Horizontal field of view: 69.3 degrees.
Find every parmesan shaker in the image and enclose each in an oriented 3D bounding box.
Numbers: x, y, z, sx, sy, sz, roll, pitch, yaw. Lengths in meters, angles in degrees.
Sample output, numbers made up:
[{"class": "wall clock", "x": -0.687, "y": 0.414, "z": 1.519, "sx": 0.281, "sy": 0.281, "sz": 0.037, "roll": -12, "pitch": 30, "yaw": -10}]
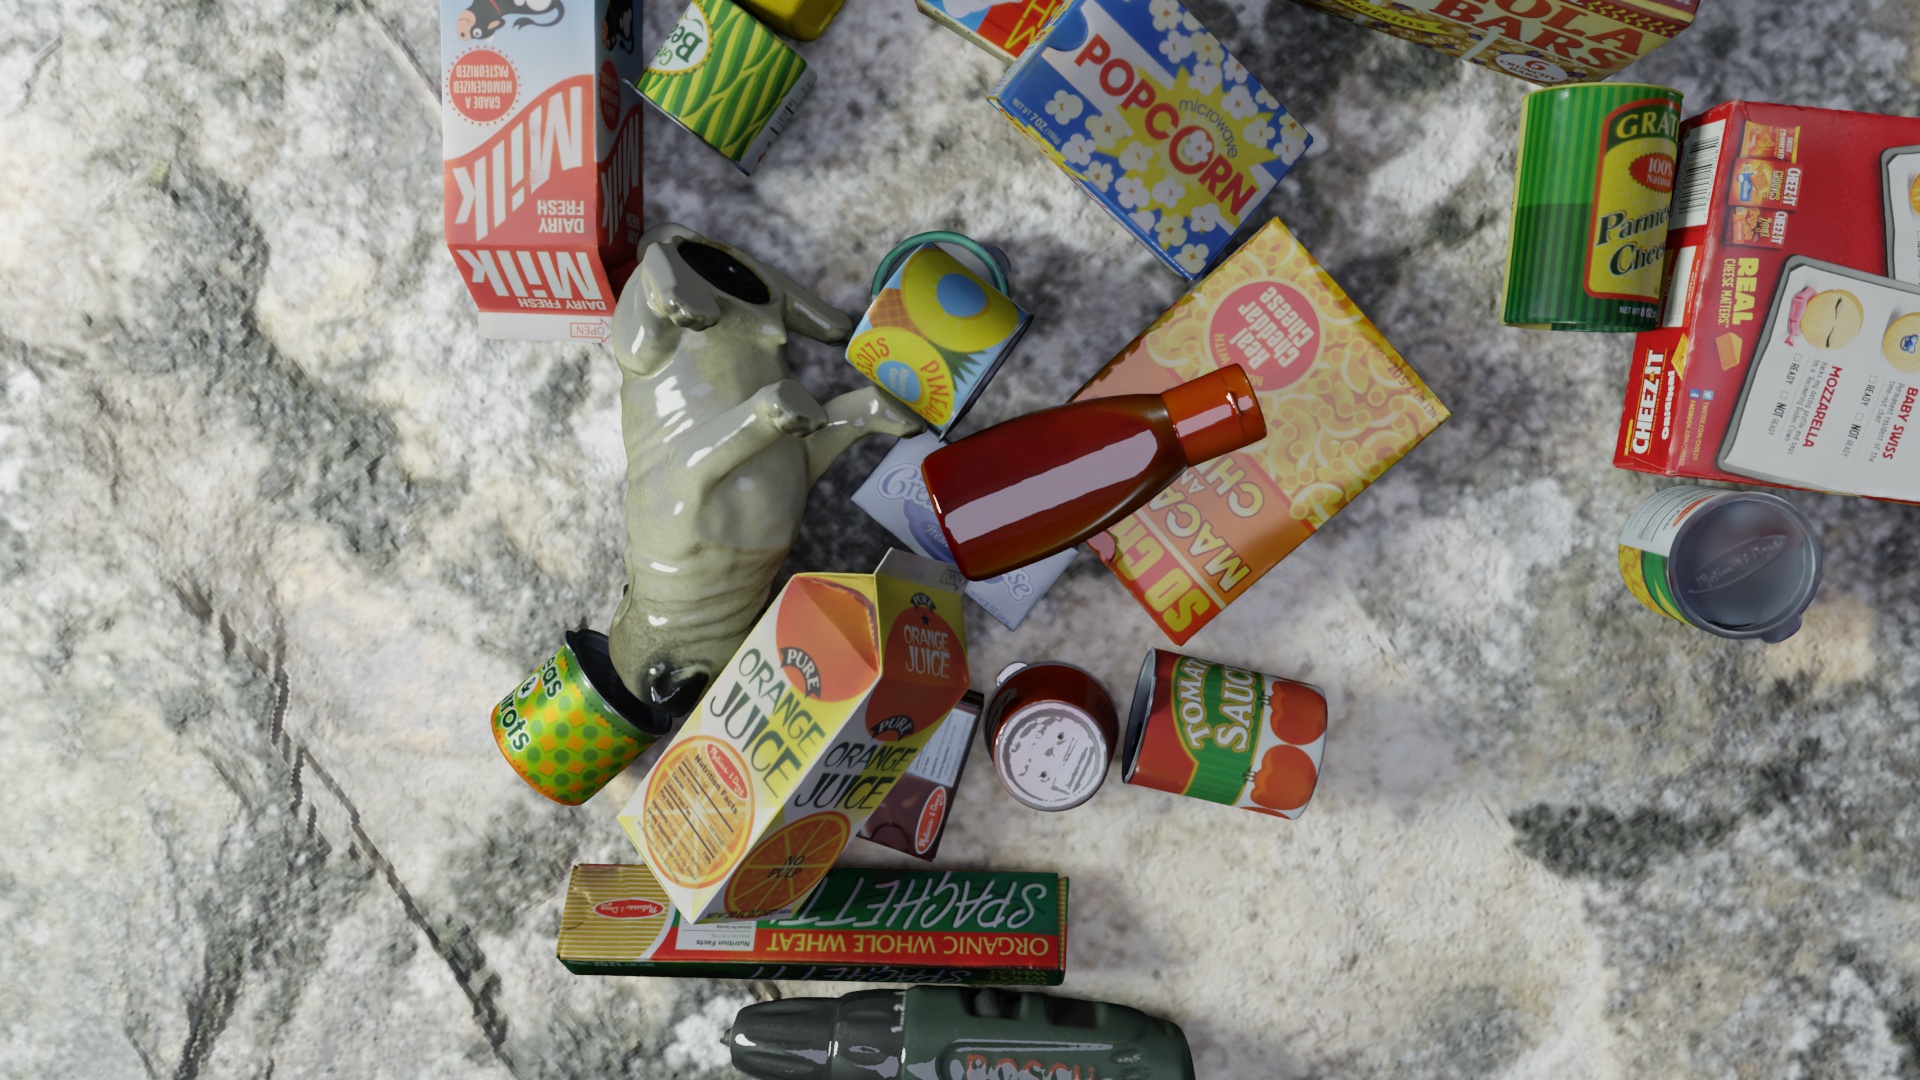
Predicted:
[{"class": "parmesan shaker", "x": 0.285, "y": -0.147, "z": 0.627, "sx": 0.071, "sy": 0.071, "sz": 0.103, "roll": 4, "pitch": 97, "yaw": 3}]

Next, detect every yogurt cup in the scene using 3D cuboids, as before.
[{"class": "yogurt cup", "x": 0.044, "y": 0.097, "z": 0.672, "sx": 0.072, "sy": 0.054, "sz": 0.072, "roll": 0, "pitch": 97, "yaw": 3}]

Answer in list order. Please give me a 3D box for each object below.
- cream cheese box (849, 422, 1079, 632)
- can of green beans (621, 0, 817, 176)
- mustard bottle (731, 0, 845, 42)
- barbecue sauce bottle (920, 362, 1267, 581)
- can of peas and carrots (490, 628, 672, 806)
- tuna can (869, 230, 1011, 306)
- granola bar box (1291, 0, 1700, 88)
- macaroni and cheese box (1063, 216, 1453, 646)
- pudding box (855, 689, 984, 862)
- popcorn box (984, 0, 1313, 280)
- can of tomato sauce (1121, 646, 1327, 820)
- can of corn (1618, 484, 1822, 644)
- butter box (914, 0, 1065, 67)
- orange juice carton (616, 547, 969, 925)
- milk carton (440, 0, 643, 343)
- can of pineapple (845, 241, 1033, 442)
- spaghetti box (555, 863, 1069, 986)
[{"class": "cream cheese box", "x": 0.002, "y": -0.009, "z": 0.679, "sx": 0.104, "sy": 0.024, "sz": 0.053, "roll": 39, "pitch": 96, "yaw": -1}, {"class": "can of green beans", "x": -0.109, "y": -0.212, "z": 0.644, "sx": 0.071, "sy": 0.071, "sz": 0.057, "roll": 37, "pitch": 97, "yaw": -1}, {"class": "mustard bottle", "x": -0.125, "y": -0.294, "z": 0.642, "sx": 0.160, "sy": 0.065, "sz": 0.048, "roll": 37, "pitch": 96, "yaw": 5}, {"class": "barbecue sauce bottle", "x": 0.061, "y": -0.035, "z": 0.621, "sx": 0.148, "sy": 0.043, "sz": 0.065, "roll": -22, "pitch": 86, "yaw": 7}, {"class": "can of peas and carrots", "x": -0.186, "y": 0.085, "z": 0.678, "sx": 0.058, "sy": 0.071, "sz": 0.071, "roll": -41, "pitch": 92, "yaw": 7}, {"class": "tuna can", "x": -0.007, "y": -0.116, "z": 0.664, "sx": 0.071, "sy": 0.033, "sz": 0.071, "roll": 0, "pitch": 96, "yaw": 4}, {"class": "granola bar box", "x": 0.212, "y": -0.245, "z": 0.591, "sx": 0.166, "sy": 0.124, "sz": 0.039, "roll": 20, "pitch": 96, "yaw": 2}, {"class": "macaroni and cheese box", "x": 0.124, "y": -0.050, "z": 0.658, "sx": 0.166, "sy": 0.040, "sz": 0.123, "roll": -42, "pitch": 91, "yaw": 7}, {"class": "pudding box", "x": -0.023, "y": 0.110, "z": 0.689, "sx": 0.050, "sy": 0.030, "sz": 0.083, "roll": 18, "pitch": 97, "yaw": 1}, {"class": "popcorn box", "x": 0.086, "y": -0.191, "z": 0.630, "sx": 0.126, "sy": 0.038, "sz": 0.085, "roll": 38, "pitch": 98, "yaw": -20}, {"class": "can of tomato sauce", "x": 0.124, "y": 0.091, "z": 0.658, "sx": 0.083, "sy": 0.071, "sz": 0.071, "roll": 13, "pitch": 97, "yaw": 2}, {"class": "can of corn", "x": 0.349, "y": 0.010, "z": 0.641, "sx": 0.071, "sy": 0.058, "sz": 0.071, "roll": 0, "pitch": 96, "yaw": 4}, {"class": "butter box", "x": 0.035, "y": -0.248, "z": 0.653, "sx": 0.103, "sy": 0.024, "sz": 0.053, "roll": 32, "pitch": 98, "yaw": 0}, {"class": "orange juice carton", "x": -0.067, "y": 0.083, "z": 0.645, "sx": 0.073, "sy": 0.072, "sz": 0.192, "roll": 44, "pitch": 104, "yaw": 32}, {"class": "milk carton", "x": -0.193, "y": -0.189, "z": 0.649, "sx": 0.072, "sy": 0.073, "sz": 0.190, "roll": 2, "pitch": 96, "yaw": 4}, {"class": "can of pineapple", "x": -0.010, "y": -0.088, "z": 0.615, "sx": 0.058, "sy": 0.071, "sz": 0.071, "roll": 36, "pitch": 97, "yaw": 0}, {"class": "spaghetti box", "x": -0.071, "y": 0.191, "z": 0.689, "sx": 0.250, "sy": 0.028, "sz": 0.050, "roll": 0, "pitch": 55, "yaw": 4}]
